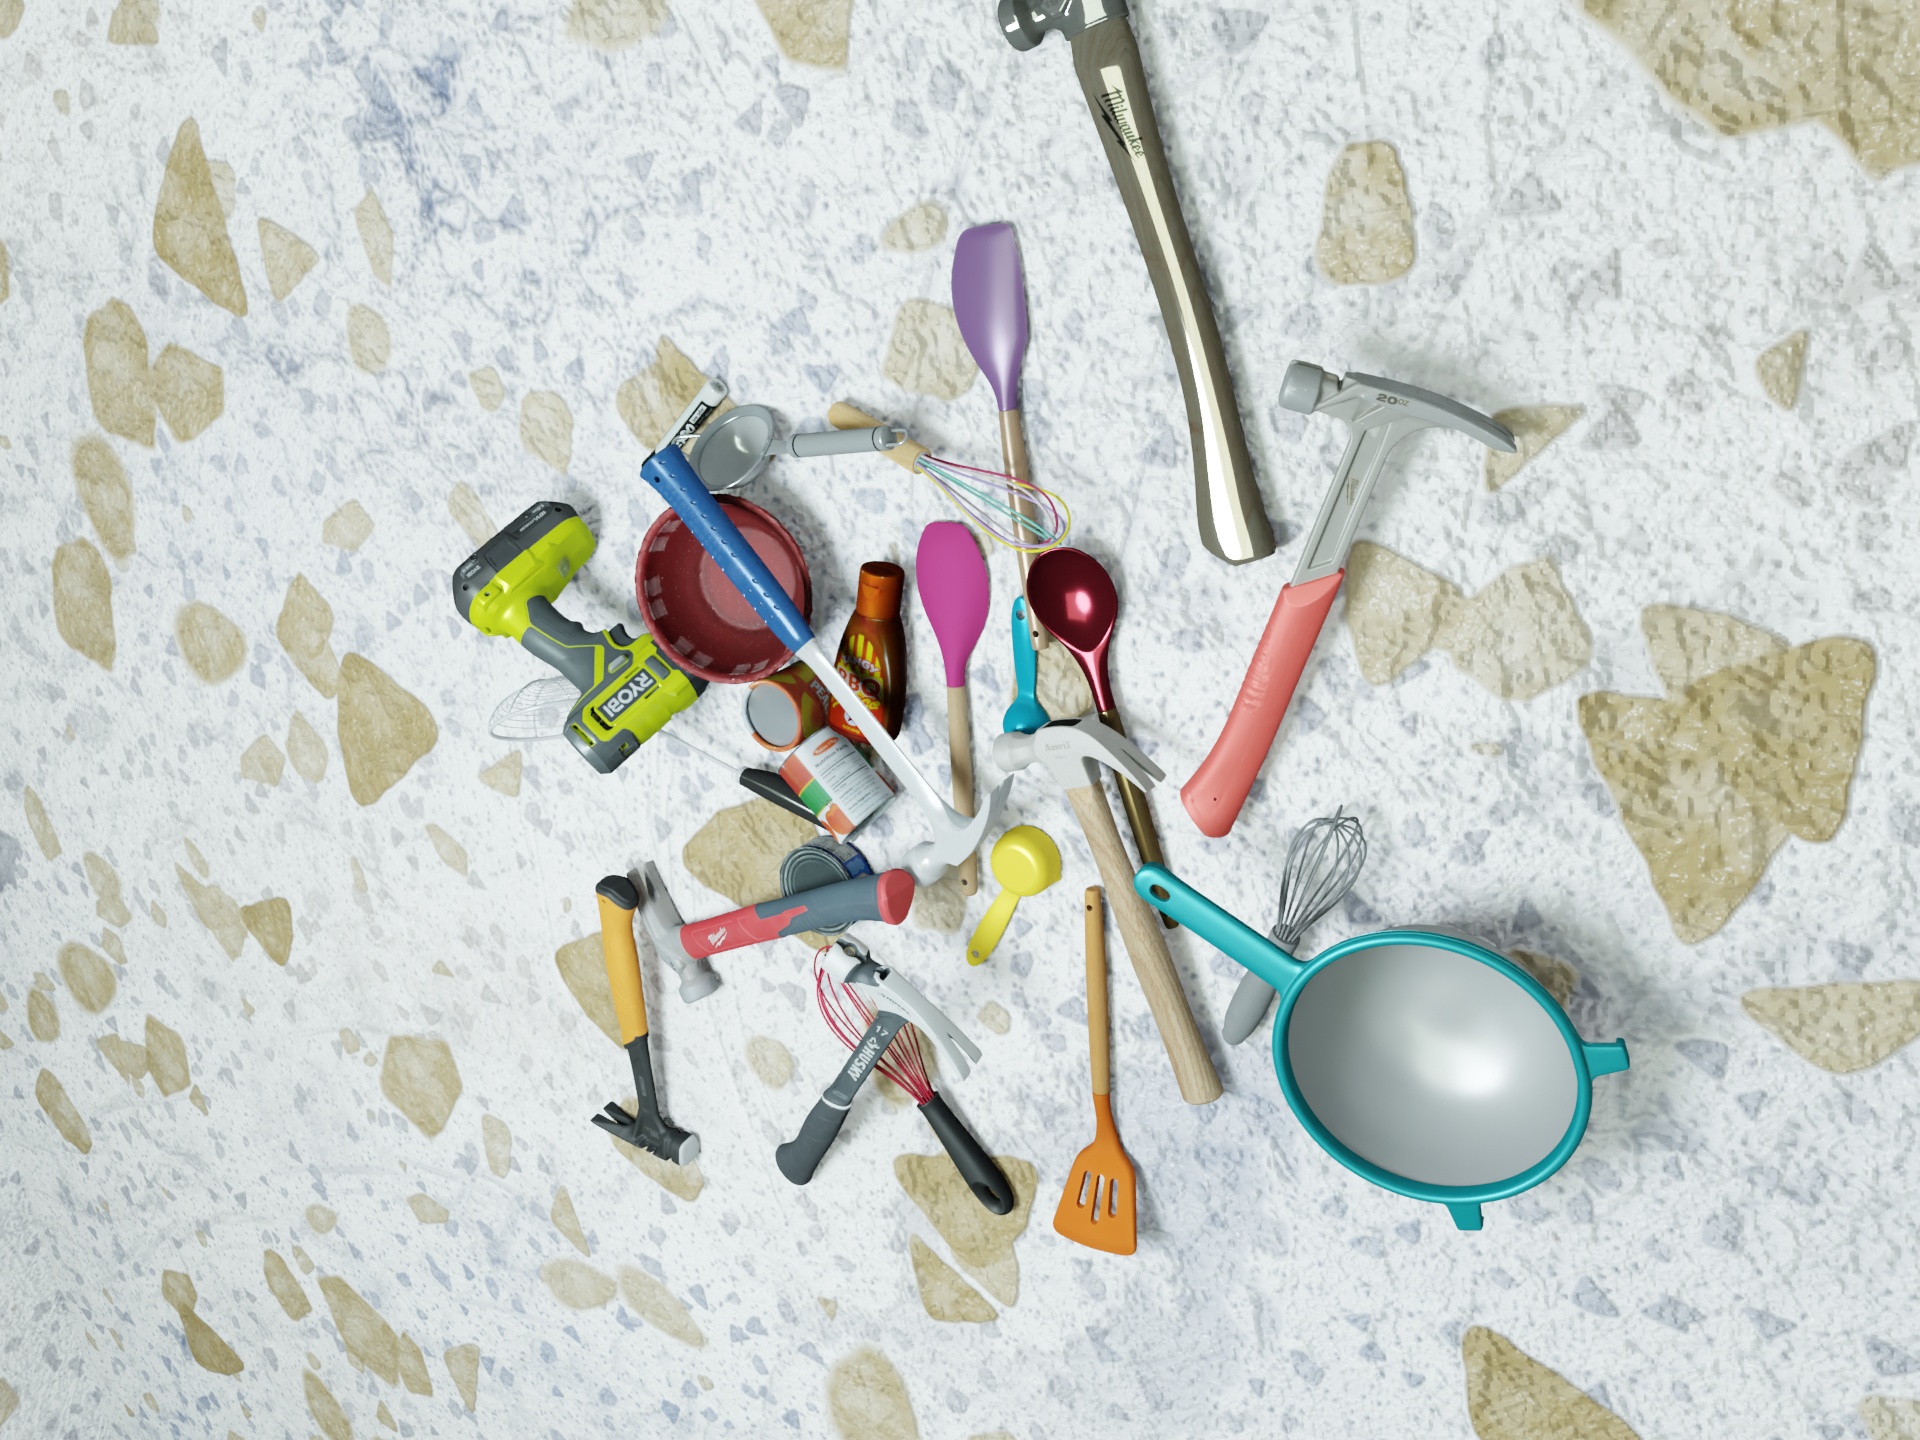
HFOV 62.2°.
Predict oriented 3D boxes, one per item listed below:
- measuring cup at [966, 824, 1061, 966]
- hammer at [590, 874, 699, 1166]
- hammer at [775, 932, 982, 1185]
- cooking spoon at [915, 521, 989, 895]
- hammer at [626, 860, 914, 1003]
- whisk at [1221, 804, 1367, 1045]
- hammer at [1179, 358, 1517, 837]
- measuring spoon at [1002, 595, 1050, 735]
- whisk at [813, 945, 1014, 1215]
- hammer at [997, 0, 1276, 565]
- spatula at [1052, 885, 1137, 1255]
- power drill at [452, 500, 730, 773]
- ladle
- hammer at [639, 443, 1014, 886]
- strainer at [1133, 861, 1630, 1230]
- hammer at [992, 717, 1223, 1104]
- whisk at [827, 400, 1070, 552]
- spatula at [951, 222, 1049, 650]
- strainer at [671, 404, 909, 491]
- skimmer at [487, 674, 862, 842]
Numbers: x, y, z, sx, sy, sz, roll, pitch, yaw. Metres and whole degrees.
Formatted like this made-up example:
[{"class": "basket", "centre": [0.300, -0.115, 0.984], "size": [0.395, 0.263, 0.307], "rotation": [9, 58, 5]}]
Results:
[{"class": "measuring cup", "centre": [0.032, 0.154, 1.325], "size": [0.062, 0.029, 0.156], "rotation": [37, 123, 17]}, {"class": "hammer", "centre": [-0.335, 0.299, 1.602], "size": [0.127, 0.034, 0.336], "rotation": [16, 123, 28]}, {"class": "hammer", "centre": [-0.100, 0.331, 1.416], "size": [0.149, 0.036, 0.408], "rotation": [36, 141, 7]}, {"class": "cooking spoon", "centre": [-0.002, -0.004, 1.293], "size": [0.069, 0.017, 0.318], "rotation": [8, 112, 32]}, {"class": "hammer", "centre": [-0.174, 0.164, 1.419], "size": [0.386, 0.038, 0.143], "rotation": [-21, 95, 49]}, {"class": "whisk", "centre": [0.241, 0.158, 1.181], "size": [0.055, 0.055, 0.238], "rotation": [32, 128, 20]}, {"class": "hammer", "centre": [0.237, -0.062, 1.087], "size": [0.149, 0.037, 0.358], "rotation": [19, 124, 4]}, {"class": "measuring spoon", "centre": [0.046, -0.034, 1.246], "size": [0.042, 0.021, 0.128], "rotation": [9, 115, 31]}, {"class": "whisk", "centre": [-0.040, 0.324, 1.427], "size": [0.073, 0.073, 0.296], "rotation": [-31, 96, 38]}, {"class": "hammer", "centre": [0.150, -0.306, 1.064], "size": [0.146, 0.038, 0.410], "rotation": [-11, 102, 35]}, {"class": "spatula", "centre": [0.112, 0.290, 1.319], "size": [0.081, 0.041, 0.322], "rotation": [8, 111, 32]}, {"class": "power drill", "centre": [-0.324, -0.083, 1.406], "size": [0.223, 0.171, 0.080], "rotation": [43, 166, 16]}, {"class": "ladle", "centre": [0.120, 0.015, 1.215], "size": [0.069, 0.031, 0.315], "rotation": [-11, 104, 28]}, {"class": "hammer", "centre": [-0.113, -0.054, 1.267], "size": [0.405, 0.035, 0.144], "rotation": [52, 135, 1]}, {"class": "strainer", "centre": [0.280, 0.188, 1.122], "size": [0.340, 0.095, 0.211], "rotation": [34, 123, 13]}, {"class": "hammer", "centre": [0.137, 0.151, 1.234], "size": [0.130, 0.031, 0.331], "rotation": [-11, 106, 42]}, {"class": "whisk", "centre": [-0.011, -0.189, 1.202], "size": [0.245, 0.051, 0.047], "rotation": [34, 105, 31]}, {"class": "spatula", "centre": [0.037, -0.206, 1.188], "size": [0.060, 0.018, 0.315], "rotation": [-1, 106, 30]}, {"class": "strainer", "centre": [-0.134, -0.215, 1.264], "size": [0.258, 0.087, 0.050], "rotation": [5, 155, 43]}, {"class": "skimmer", "centre": [-0.260, 0.050, 1.441], "size": [0.363, 0.127, 0.090], "rotation": [25, 88, 17]}]
